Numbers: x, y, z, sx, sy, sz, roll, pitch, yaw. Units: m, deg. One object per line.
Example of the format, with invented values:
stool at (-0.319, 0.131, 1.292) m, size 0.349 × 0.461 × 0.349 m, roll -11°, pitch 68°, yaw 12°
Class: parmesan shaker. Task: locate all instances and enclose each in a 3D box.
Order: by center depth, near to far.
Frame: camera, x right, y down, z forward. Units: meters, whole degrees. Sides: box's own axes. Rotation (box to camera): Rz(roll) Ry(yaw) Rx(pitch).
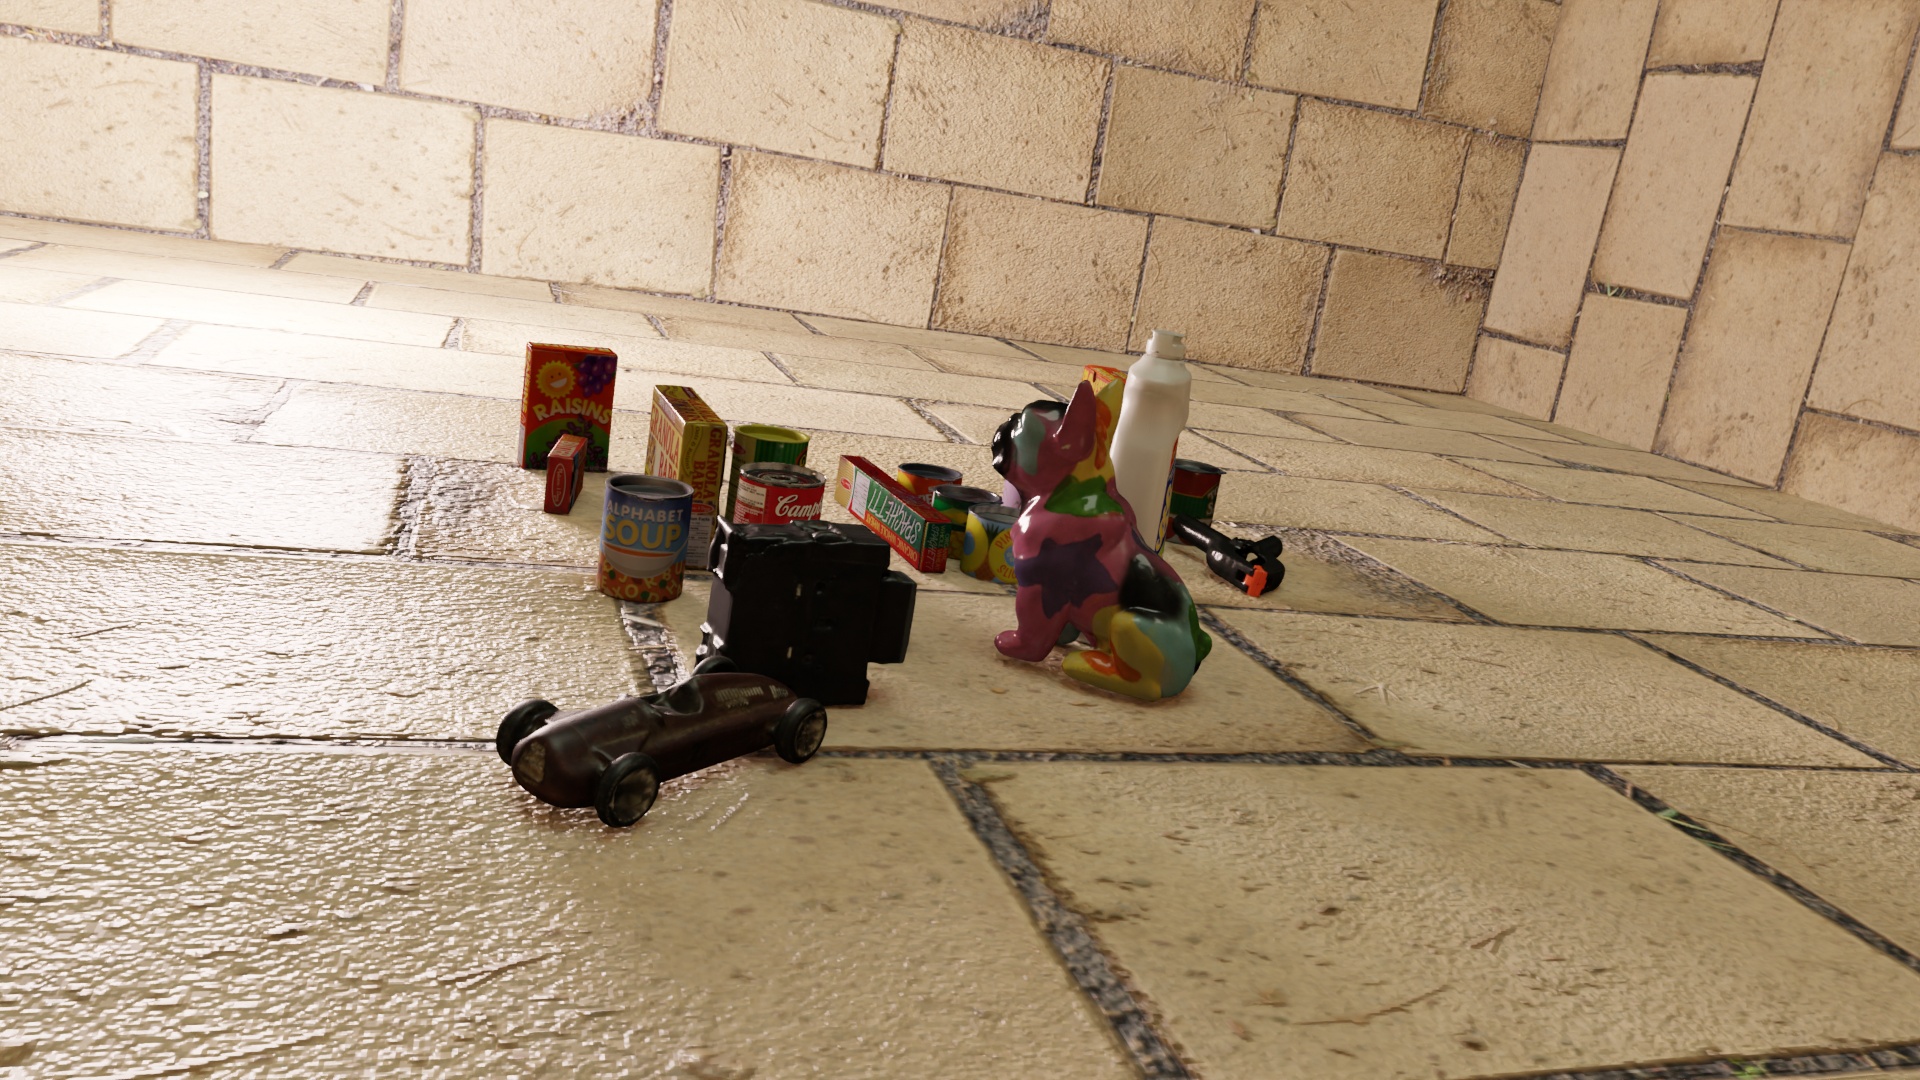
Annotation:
parmesan shaker at (-0.173, -0.046, 1.232) m, size 0.071 × 0.102 × 0.071 m, roll 9°, pitch 14°, yaw -2°

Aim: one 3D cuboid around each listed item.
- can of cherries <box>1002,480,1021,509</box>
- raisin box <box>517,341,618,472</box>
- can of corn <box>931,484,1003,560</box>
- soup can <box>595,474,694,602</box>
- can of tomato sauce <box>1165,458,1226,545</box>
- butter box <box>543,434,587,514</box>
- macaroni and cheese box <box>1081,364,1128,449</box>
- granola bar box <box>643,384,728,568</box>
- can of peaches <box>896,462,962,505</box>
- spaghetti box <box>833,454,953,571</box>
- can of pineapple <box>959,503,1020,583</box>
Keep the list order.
can of cherries at (0.076, -0.038, 1.446) m, size 0.071 × 0.058 × 0.071 m, roll 9°, pitch 14°, yaw -2°
raisin box at (-0.394, -0.133, 1.388) m, size 0.086 × 0.123 × 0.040 m, roll 2°, pitch 15°, yaw -27°
can of corn at (0.005, -0.017, 1.319) m, size 0.071 × 0.058 × 0.071 m, roll 9°, pitch 14°, yaw -2°
soup can at (-0.240, -0.001, 1.054) m, size 0.071 × 0.083 × 0.071 m, roll 9°, pitch 14°, yaw -2°
can of tomato sauce at (0.248, -0.042, 1.521) m, size 0.071 × 0.083 × 0.071 m, roll 9°, pitch 14°, yaw -2°
butter box at (-0.362, -0.062, 1.274) m, size 0.024 × 0.053 × 0.104 m, roll 7°, pitch 14°, yaw -10°
macaroni and cheese box at (0.151, -0.100, 1.518) m, size 0.040 × 0.166 × 0.124 m, roll 7°, pitch 14°, yaw -11°
granola bar box at (-0.239, -0.058, 1.193) m, size 0.039 × 0.123 × 0.166 m, roll 3°, pitch 15°, yaw -22°
can of peaches at (-0.033, -0.042, 1.395) m, size 0.071 × 0.058 × 0.071 m, roll 9°, pitch 14°, yaw -2°
spaghetti box at (-0.069, -0.029, 1.339) m, size 0.029 × 0.050 × 0.250 m, roll 3°, pitch 16°, yaw -25°
can of pineapple at (0.036, 0.003, 1.263) m, size 0.071 × 0.057 × 0.071 m, roll 9°, pitch 14°, yaw -2°
